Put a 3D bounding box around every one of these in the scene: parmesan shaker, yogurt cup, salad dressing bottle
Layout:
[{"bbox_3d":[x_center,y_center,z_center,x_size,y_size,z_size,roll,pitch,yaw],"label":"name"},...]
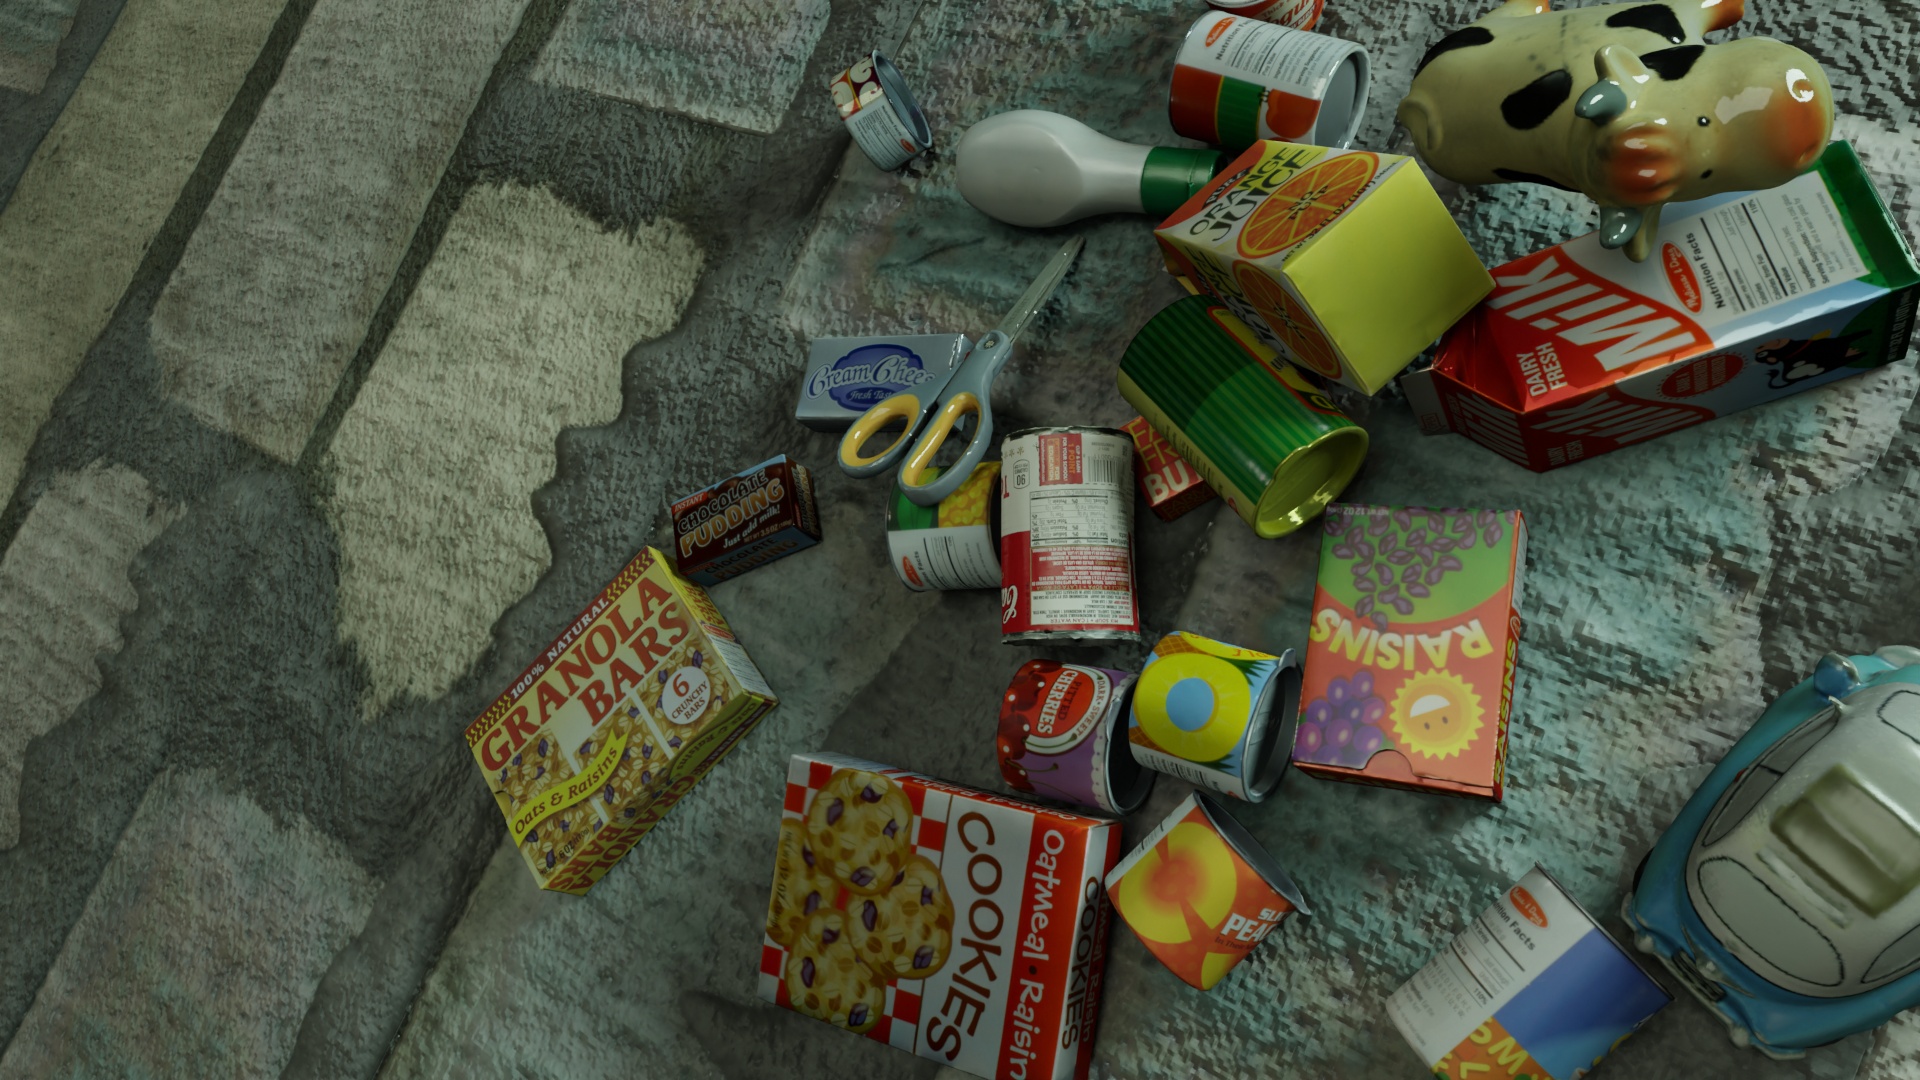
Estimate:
[{"bbox_3d":[0.128,-0.060,0.642,0.071,0.071,0.103,-44,59,8],"label":"parmesan shaker"},{"bbox_3d":[0.164,-0.304,0.754,0.072,0.054,0.072,-10,67,25],"label":"yogurt cup"},{"bbox_3d":[0.072,-0.202,0.767,0.148,0.064,0.044,13,33,24],"label":"salad dressing bottle"}]

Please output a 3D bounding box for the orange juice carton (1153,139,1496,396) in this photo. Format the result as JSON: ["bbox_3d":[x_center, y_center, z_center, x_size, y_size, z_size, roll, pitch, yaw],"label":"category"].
[{"bbox_3d":[0.155,-0.136,0.654,0.072,0.073,0.193,-41,22,3],"label":"orange juice carton"}]

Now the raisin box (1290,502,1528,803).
[{"bbox_3d":[0.199,0.048,0.613,0.086,0.040,0.123,4,74,28],"label":"raisin box"}]

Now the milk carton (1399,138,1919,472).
[{"bbox_3d":[0.289,-0.089,0.597,0.190,0.072,0.074,-19,63,20],"label":"milk carton"}]

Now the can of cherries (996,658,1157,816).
[{"bbox_3d":[0.056,0.090,0.655,0.058,0.071,0.071,7,76,31],"label":"can of cherries"}]

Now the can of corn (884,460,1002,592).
[{"bbox_3d":[0.003,-0.009,0.724,0.058,0.071,0.071,-4,70,26],"label":"can of corn"}]

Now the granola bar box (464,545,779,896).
[{"bbox_3d":[-0.201,0.103,0.806,0.165,0.039,0.124,-45,57,6],"label":"granola bar box"}]

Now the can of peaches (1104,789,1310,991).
[{"bbox_3d":[0.107,0.154,0.606,0.058,0.071,0.071,-45,57,7],"label":"can of peaches"}]

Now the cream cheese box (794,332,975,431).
[{"bbox_3d":[-0.044,-0.090,0.803,0.104,0.024,0.053,3,73,29],"label":"cream cheese box"}]

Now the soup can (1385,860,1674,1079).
[{"bbox_3d":[0.220,0.179,0.538,0.083,0.071,0.071,-46,57,7],"label":"soup can"}]

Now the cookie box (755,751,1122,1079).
[{"bbox_3d":[-0.012,0.178,0.665,0.167,0.040,0.123,7,88,30],"label":"cookie box"}]

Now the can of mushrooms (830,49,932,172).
[{"bbox_3d":[-0.048,-0.262,0.846,0.033,0.071,0.071,-27,61,19],"label":"can of mushrooms"}]

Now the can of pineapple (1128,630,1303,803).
[{"bbox_3d":[0.117,0.077,0.630,0.058,0.071,0.071,14,79,32],"label":"can of pineapple"}]

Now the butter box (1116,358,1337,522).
[{"bbox_3d":[0.134,-0.057,0.696,0.103,0.024,0.053,-30,60,15],"label":"butter box"}]

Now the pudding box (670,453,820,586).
[{"bbox_3d":[-0.126,-0.012,0.815,0.083,0.030,0.050,-21,62,20],"label":"pudding box"}]

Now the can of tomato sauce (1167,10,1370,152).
[{"bbox_3d":[0.161,-0.231,0.721,0.083,0.071,0.071,26,85,29],"label":"can of tomato sauce"}]
